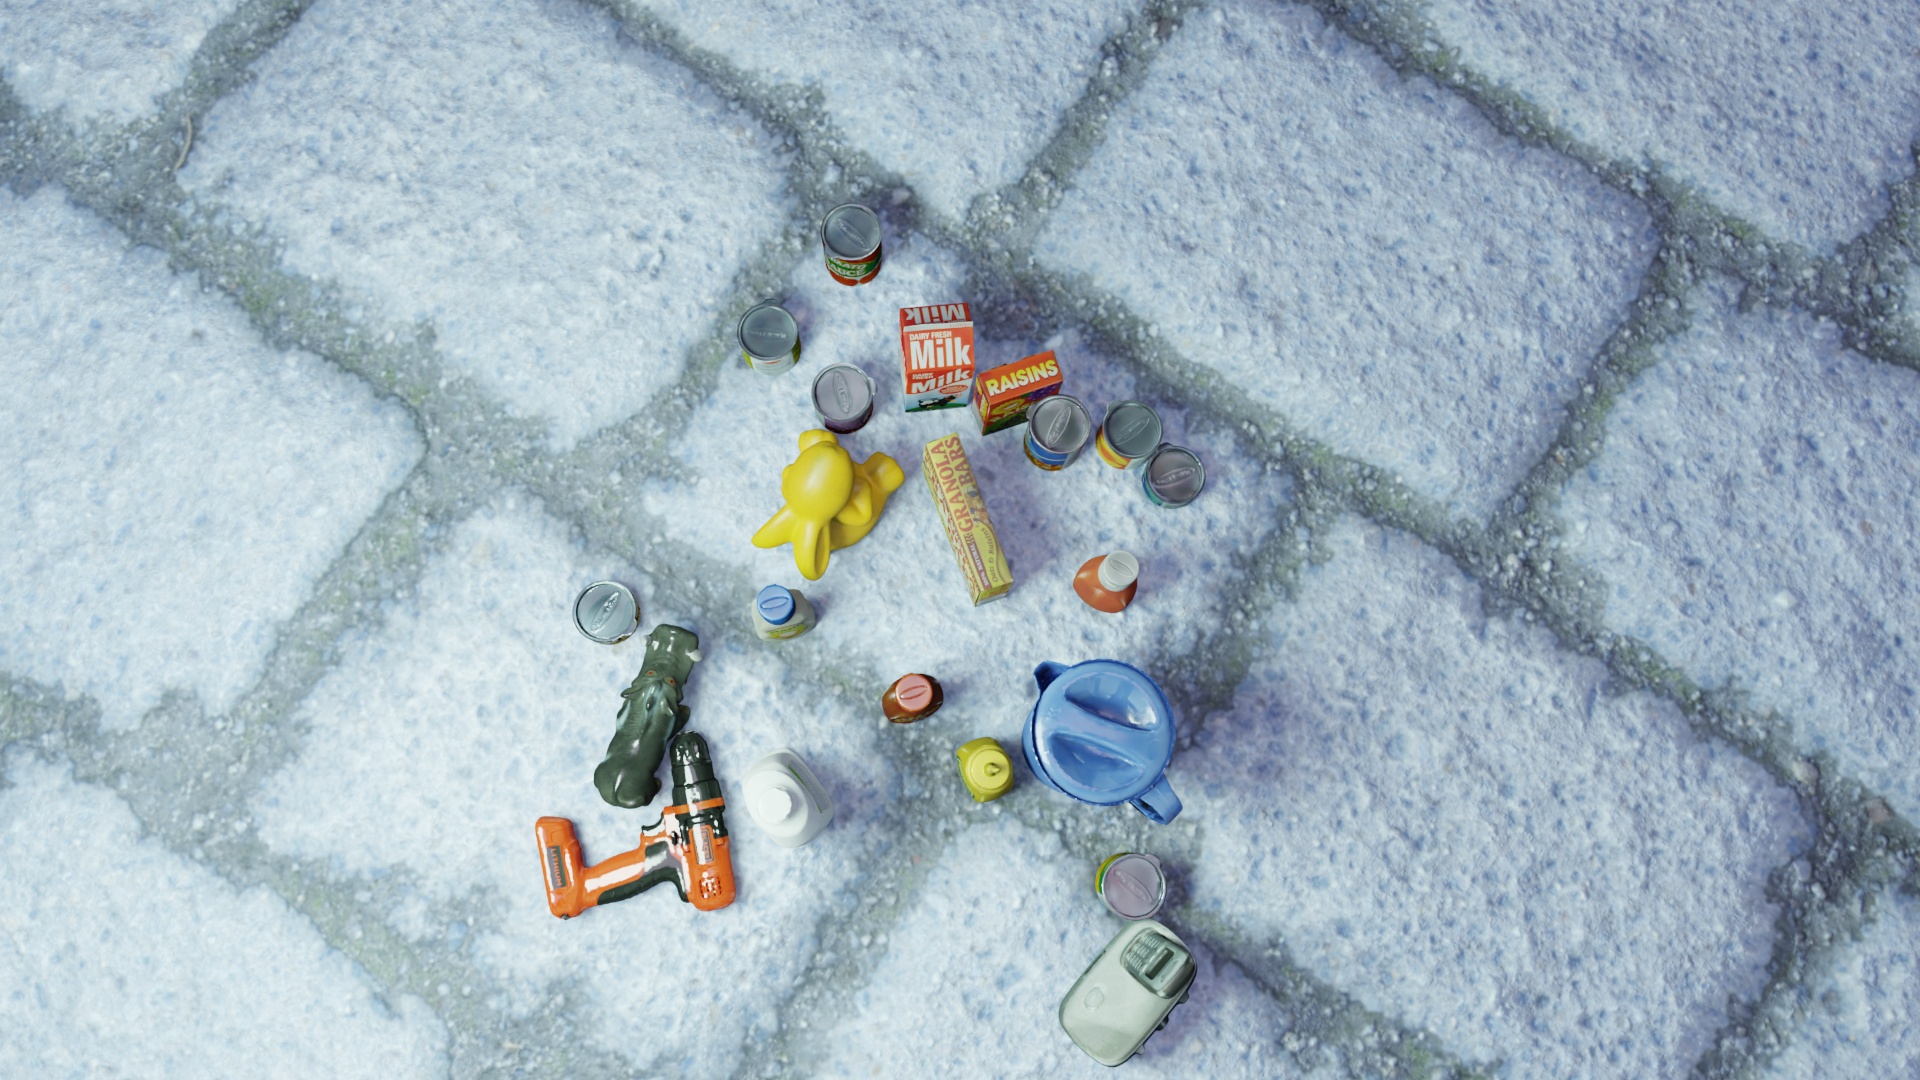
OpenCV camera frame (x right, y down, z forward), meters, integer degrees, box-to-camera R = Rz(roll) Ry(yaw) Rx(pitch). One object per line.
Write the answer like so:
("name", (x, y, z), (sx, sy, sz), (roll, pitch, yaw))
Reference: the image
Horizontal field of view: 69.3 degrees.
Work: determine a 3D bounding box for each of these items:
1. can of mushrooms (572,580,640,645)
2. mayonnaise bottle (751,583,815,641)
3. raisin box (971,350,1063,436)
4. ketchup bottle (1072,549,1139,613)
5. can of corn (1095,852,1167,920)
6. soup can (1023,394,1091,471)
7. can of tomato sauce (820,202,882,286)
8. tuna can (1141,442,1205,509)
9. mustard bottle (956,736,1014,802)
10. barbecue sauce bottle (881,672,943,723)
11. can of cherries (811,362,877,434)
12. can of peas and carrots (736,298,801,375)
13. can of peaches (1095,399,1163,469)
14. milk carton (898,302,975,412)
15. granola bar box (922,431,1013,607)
("can of mushrooms", (-0.373, 0.078, 1.473), (0.071, 0.033, 0.071), (1, 79, -3))
("mayonnaise bottle", (-0.184, 0.074, 1.424), (0.065, 0.148, 0.041), (-14, 80, -5))
("raisin box", (0.060, -0.158, 1.494), (0.086, 0.123, 0.040), (-18, 81, -6))
("ketchup bottle", (0.156, 0.041, 1.446), (0.065, 0.148, 0.043), (31, 80, 3))
("can of corn", (0.176, 0.353, 1.431), (0.071, 0.058, 0.071), (1, 79, -3))
("soup can", (0.101, -0.117, 1.508), (0.071, 0.083, 0.071), (0, 79, -2))
("can of tomato sauce", (-0.120, -0.325, 1.539), (0.071, 0.083, 0.071), (0, 79, -2))
("tuna can", (0.233, -0.071, 1.531), (0.071, 0.032, 0.071), (1, 79, -3))
("mustard bottle", (0.026, 0.230, 1.397), (0.049, 0.160, 0.065), (-22, 81, -6))
("barbecue sauce bottle", (-0.048, 0.159, 1.413), (0.065, 0.148, 0.044), (-18, 81, -6))
("can of cherries", (-0.126, -0.154, 1.518), (0.071, 0.058, 0.071), (1, 79, -3))
("can of peas and carrots", (-0.210, -0.223, 1.527), (0.071, 0.058, 0.071), (1, 79, -3))
("can of peaches", (0.183, -0.117, 1.525), (0.071, 0.058, 0.071), (1, 79, -3))
("milk carton", (-0.026, -0.197, 1.463), (0.072, 0.190, 0.073), (-6, 80, -4))
("granola bar box", (0.005, -0.018, 1.463), (0.039, 0.124, 0.165), (-20, 81, -6))
